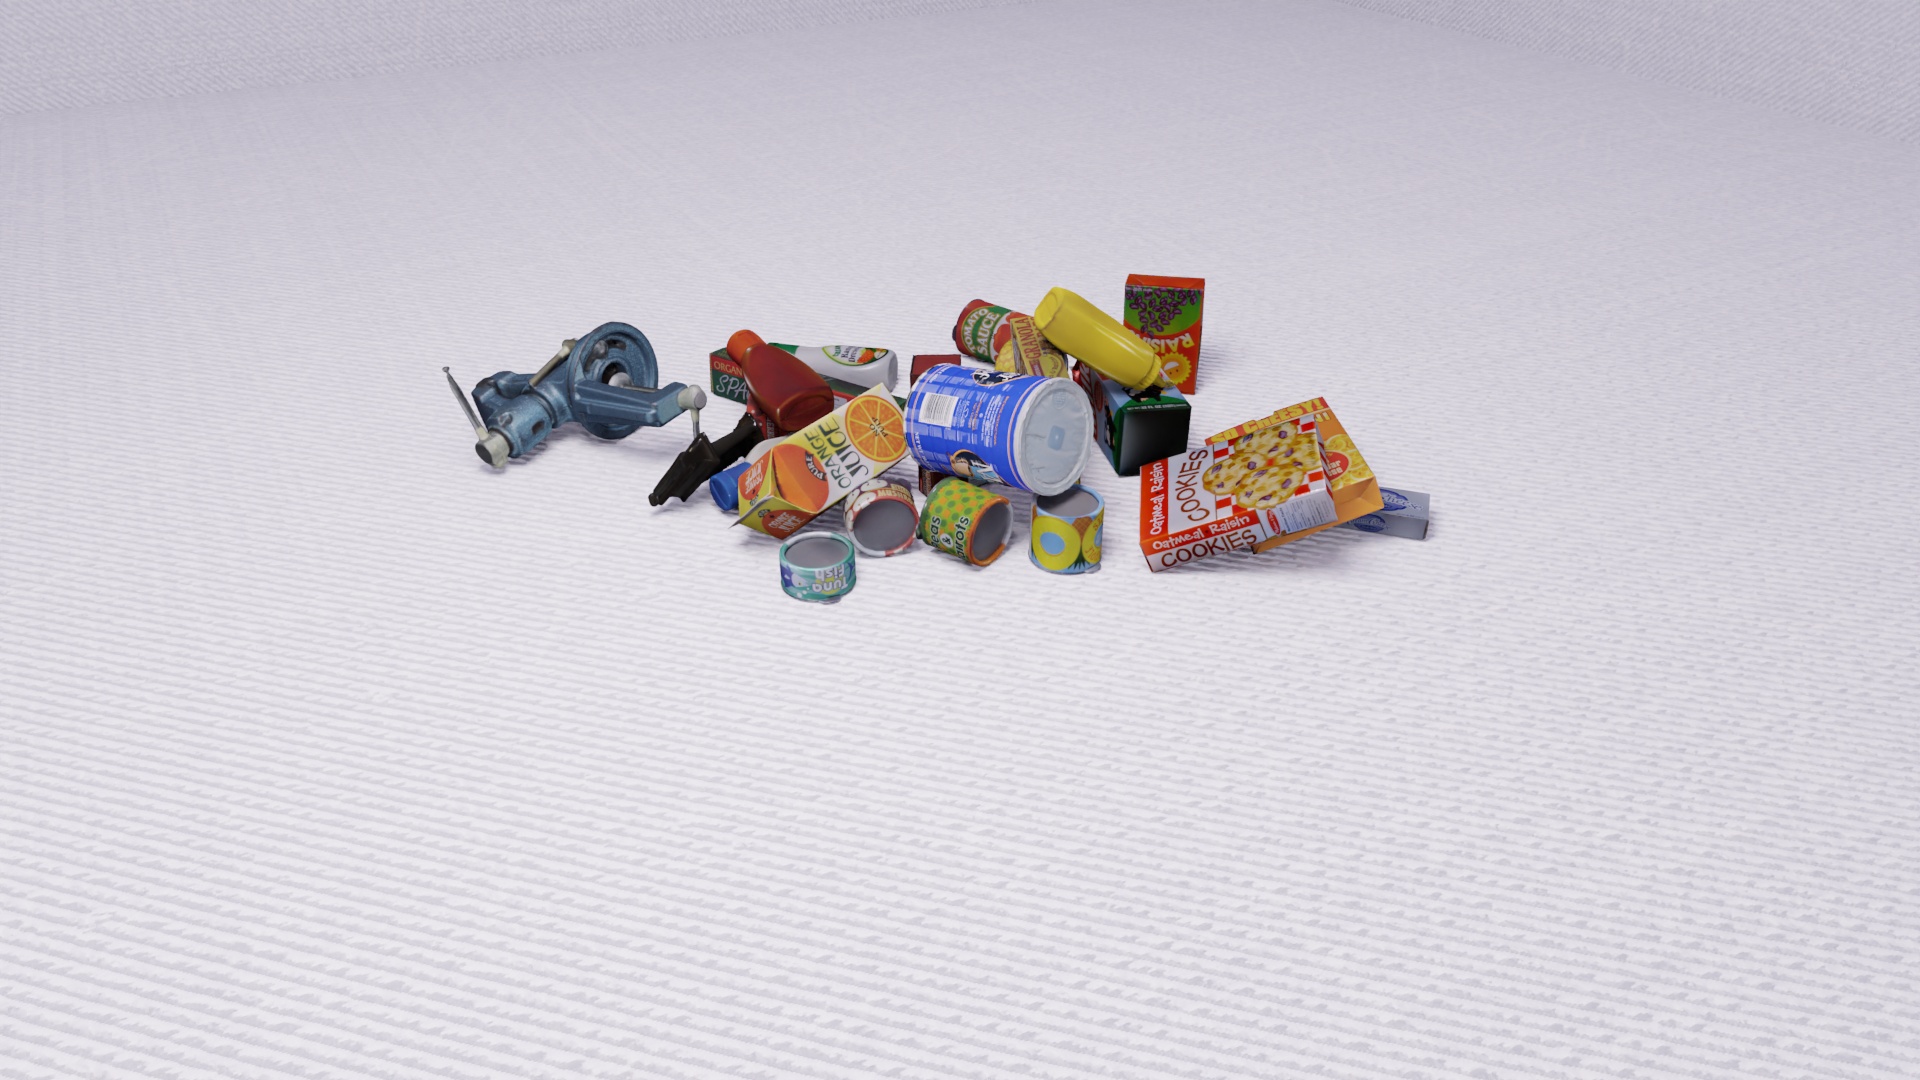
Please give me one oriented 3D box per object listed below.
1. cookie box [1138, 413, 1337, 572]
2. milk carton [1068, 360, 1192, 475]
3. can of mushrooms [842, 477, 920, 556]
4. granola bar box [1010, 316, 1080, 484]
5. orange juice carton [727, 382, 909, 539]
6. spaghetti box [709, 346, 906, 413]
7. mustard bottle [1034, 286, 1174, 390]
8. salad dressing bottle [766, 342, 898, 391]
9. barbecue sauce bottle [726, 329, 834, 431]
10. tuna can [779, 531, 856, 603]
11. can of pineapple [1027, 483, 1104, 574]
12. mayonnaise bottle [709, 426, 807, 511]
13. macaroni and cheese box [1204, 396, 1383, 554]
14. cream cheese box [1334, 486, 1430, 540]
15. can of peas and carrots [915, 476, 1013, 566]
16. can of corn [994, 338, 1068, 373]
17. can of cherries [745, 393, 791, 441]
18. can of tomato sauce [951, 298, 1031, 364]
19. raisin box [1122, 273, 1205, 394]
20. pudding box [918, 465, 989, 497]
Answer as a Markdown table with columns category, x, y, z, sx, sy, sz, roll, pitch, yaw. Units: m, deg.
| category | x | y | z | sx | sy | sz | roll | pitch | yaw |
| --- | --- | --- | --- | --- | --- | --- | --- | --- | --- |
| cookie box | 0.243 | -0.042 | 1.235 | 0.167 | 0.040 | 0.123 | -17 | 32 | 19 |
| milk carton | 0.170 | -0.144 | 1.435 | 0.072 | 0.073 | 0.191 | -5 | 32 | -10 |
| can of mushrooms | -0.069 | -0.022 | 1.238 | 0.071 | 0.070 | 0.033 | -6 | 33 | -10 |
| granola bar box | 0.083 | -0.133 | 1.366 | 0.039 | 0.123 | 0.166 | -8 | 32 | -2 |
| orange juice carton | -0.131 | -0.065 | 1.275 | 0.194 | 0.073 | 0.071 | -37 | 3 | -40 |
| spaghetti box | -0.164 | -0.153 | 1.469 | 0.250 | 0.050 | 0.029 | 19 | 34 | 28 |
| mustard bottle | 0.145 | -0.184 | 1.343 | 0.160 | 0.048 | 0.065 | 29 | 26 | -23 |
| salad dressing bottle | -0.145 | -0.195 | 1.544 | 0.148 | 0.043 | 0.064 | 7 | 33 | 12 |
| barbecue sauce bottle | -0.184 | -0.162 | 1.367 | 0.065 | 0.043 | 0.149 | -26 | 44 | -20 |
| tuna can | -0.123 | 0.023 | 1.200 | 0.071 | 0.032 | 0.071 | 0 | 31 | 0 |
| can of pineapple | 0.096 | -0.011 | 1.232 | 0.071 | 0.057 | 0.071 | 0 | 31 | 0 |
| mayonnaise bottle | -0.170 | -0.072 | 1.334 | 0.149 | 0.041 | 0.065 | -28 | 84 | -34 |
| macaroni and cheese box | 0.308 | -0.066 | 1.302 | 0.123 | 0.040 | 0.167 | -20 | 31 | 8 |
| cream cheese box | 0.383 | -0.030 | 1.297 | 0.104 | 0.024 | 0.054 | 9 | 32 | 15 |
| can of peas and carrots | 0.004 | -0.015 | 1.232 | 0.059 | 0.070 | 0.071 | 23 | 38 | 31 |
| can of corn | 0.075 | -0.179 | 1.501 | 0.058 | 0.070 | 0.071 | 17 | 35 | 26 |
| can of cherries | -0.181 | -0.125 | 1.408 | 0.058 | 0.071 | 0.072 | 5 | 32 | 8 |
| can of tomato sauce | 0.044 | -0.233 | 1.585 | 0.083 | 0.070 | 0.071 | 23 | 38 | 32 |
| raisin box | 0.221 | -0.225 | 1.520 | 0.086 | 0.122 | 0.040 | 5 | 31 | 9 |
| pudding box | 0.000 | -0.075 | 1.344 | 0.084 | 0.049 | 0.030 | -20 | 35 | -30 |
